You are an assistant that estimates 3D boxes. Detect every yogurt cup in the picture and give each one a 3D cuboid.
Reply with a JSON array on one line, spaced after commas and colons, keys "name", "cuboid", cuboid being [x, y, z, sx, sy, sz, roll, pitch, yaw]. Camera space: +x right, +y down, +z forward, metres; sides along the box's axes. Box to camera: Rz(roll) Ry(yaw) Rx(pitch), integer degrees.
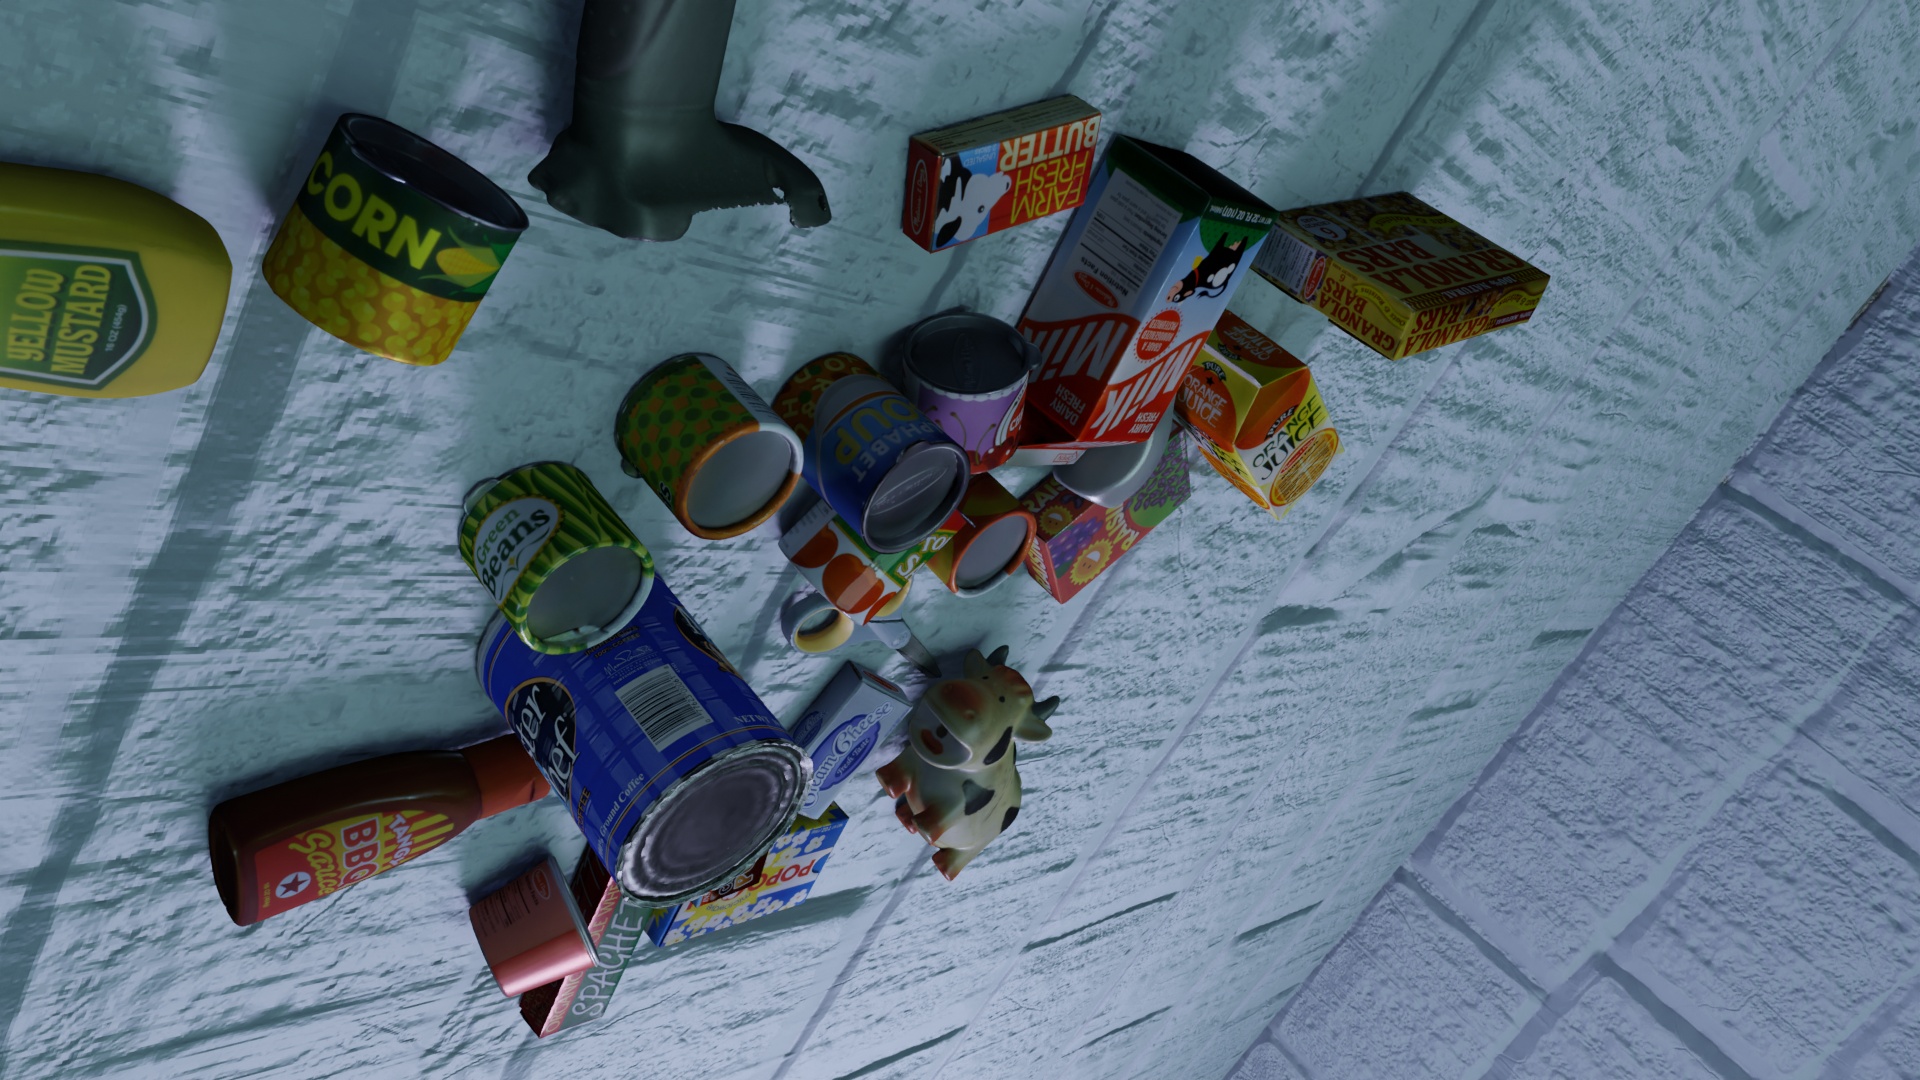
[{"name": "yogurt cup", "cuboid": [-0.242, 0.221, 0.786, 0.054, 0.072, 0.072, -24, 144, -19]}]

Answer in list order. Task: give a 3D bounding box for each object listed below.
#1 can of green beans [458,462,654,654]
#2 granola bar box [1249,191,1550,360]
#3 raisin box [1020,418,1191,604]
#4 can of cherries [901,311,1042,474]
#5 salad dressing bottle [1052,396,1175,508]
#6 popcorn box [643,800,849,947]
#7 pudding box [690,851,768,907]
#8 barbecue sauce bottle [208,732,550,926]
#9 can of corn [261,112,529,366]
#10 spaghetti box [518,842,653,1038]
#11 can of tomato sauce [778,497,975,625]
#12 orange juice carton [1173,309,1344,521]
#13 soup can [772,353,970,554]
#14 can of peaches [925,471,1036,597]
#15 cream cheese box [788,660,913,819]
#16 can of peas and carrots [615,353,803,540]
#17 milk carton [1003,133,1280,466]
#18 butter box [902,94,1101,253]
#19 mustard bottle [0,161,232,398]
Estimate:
[{"name": "can of green beans", "cuboid": [-0.179, 0.008, 0.616, 0.071, 0.058, 0.071, -31, 146, -24]}, {"name": "granola bar box", "cuboid": [0.284, -0.174, 0.899, 0.166, 0.124, 0.038, -18, 138, -38]}, {"name": "raisin box", "cuboid": [0.095, -0.025, 0.929, 0.123, 0.040, 0.085, -40, 150, -13]}, {"name": "can of cherries", "cuboid": [0.004, -0.076, 0.727, 0.072, 0.071, 0.058, -27, 145, -28]}, {"name": "salad dressing bottle", "cuboid": [0.110, -0.093, 0.849, 0.147, 0.064, 0.044, -62, 154, 11]}, {"name": "popcorn box", "cuboid": [-0.145, 0.213, 0.917, 0.127, 0.038, 0.085, -3, 128, -49]}, {"name": "pudding box", "cuboid": [-0.136, 0.170, 0.819, 0.050, 0.030, 0.083, -9, 127, -46]}, {"name": "barbecue sauce bottle", "cuboid": [-0.271, 0.129, 0.660, 0.149, 0.044, 0.064, -16, 138, -40]}, {"name": "can of corn", "cuboid": [-0.190, -0.100, 0.465, 0.058, 0.071, 0.071, -54, 148, 14]}, {"name": "spaghetti box", "cuboid": [-0.207, 0.208, 0.844, 0.050, 0.029, 0.249, -4, 129, -48]}, {"name": "can of tomato sauce", "cuboid": [-0.046, -0.004, 0.752, 0.083, 0.071, 0.071, -45, 149, 0]}, {"name": "orange juice carton", "cuboid": [0.196, -0.089, 0.943, 0.073, 0.072, 0.192, -48, 149, 3]}, {"name": "soup can", "cuboid": [-0.046, -0.046, 0.688, 0.071, 0.084, 0.071, -31, 146, -24]}, {"name": "can of peaches", "cuboid": [0.003, -0.010, 0.815, 0.071, 0.058, 0.071, -31, 147, -23]}, {"name": "cream cheese box", "cuboid": [-0.083, 0.131, 0.899, 0.103, 0.024, 0.053, -50, 134, 6]}, {"name": "can of peas and carrots", "cuboid": [-0.116, -0.041, 0.635, 0.071, 0.059, 0.070, -30, 145, -24]}, {"name": "milk carton", "cuboid": [0.087, -0.119, 0.774, 0.072, 0.073, 0.189, -4, 130, -49]}, {"name": "butter box", "cuboid": [0.021, -0.179, 0.673, 0.104, 0.024, 0.052, -25, 143, -31]}, {"name": "mustard bottle", "cuboid": [-0.295, -0.076, 0.386, 0.160, 0.049, 0.065, -1, 126, -50]}]
